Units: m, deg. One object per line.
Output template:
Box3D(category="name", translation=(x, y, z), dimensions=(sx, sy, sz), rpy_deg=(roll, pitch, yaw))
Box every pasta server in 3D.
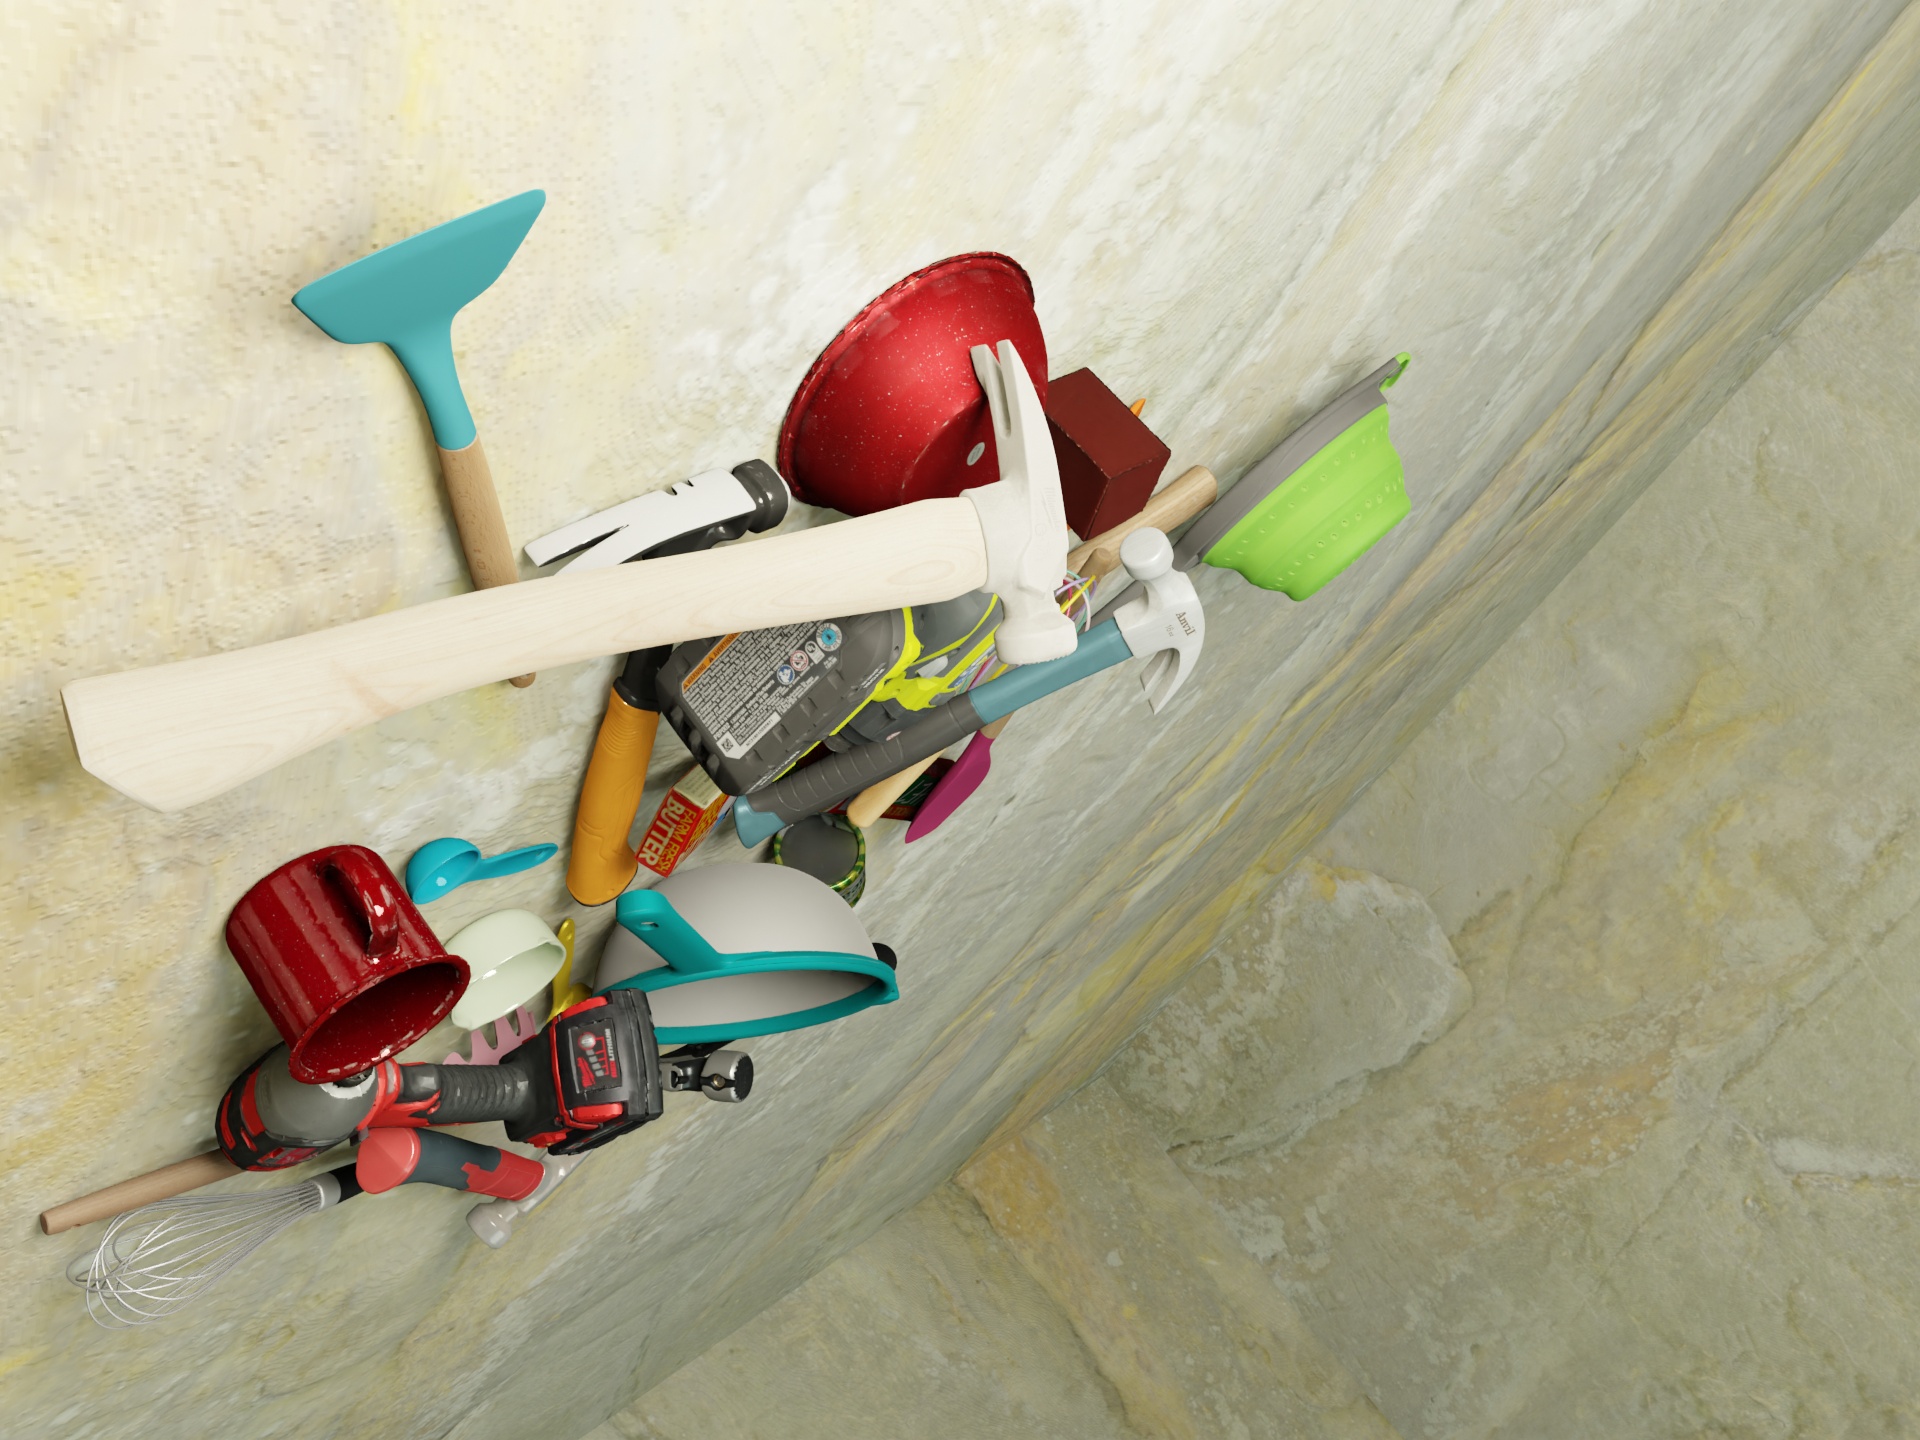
Box3D(category="pasta server", translation=(-0.391, 0.242, 0.970), dimensions=(0.316, 0.040, 0.060), rpy_deg=(-12, 146, -48))

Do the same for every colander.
Box3D(category="colander", translation=(0.200, -0.102, 1.181), dimensions=(0.397, 0.094, 0.204), rpy_deg=(-40, 175, 6))

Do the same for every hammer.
Box3D(category="hammer", translation=(-0.331, 0.305, 1.125), dimensions=(0.143, 0.038, 0.386), rpy_deg=(-45, 168, -15))
Box3D(category="hammer", translation=(-0.002, -0.003, 0.993), dimensions=(0.331, 0.033, 0.128), rpy_deg=(-26, 138, 11))
Box3D(category="hammer", translation=(-0.154, 0.239, 1.324), dimensions=(0.149, 0.036, 0.409), rpy_deg=(0, -176, 21))
Box3D(category="hammer", translation=(0.048, -0.079, 1.092), dimensions=(0.331, 0.031, 0.130), rpy_deg=(-35, 160, -18))
Box3D(category="hammer", translation=(-0.179, 0.005, 0.835), dimensions=(0.127, 0.034, 0.336), rpy_deg=(-28, 157, -36))
Box3D(category="hammer", translation=(-0.129, -0.055, 0.634), dimensions=(0.410, 0.146, 0.038), rpy_deg=(-16, -168, -31))

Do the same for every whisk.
Box3D(category="whisk", translation=(-0.427, 0.305, 0.997), dimensions=(0.070, 0.070, 0.284), rpy_deg=(-47, 166, 15))
Box3D(category="whisk", translation=(0.003, -0.011, 1.039), dimensions=(0.051, 0.047, 0.245), rpy_deg=(31, 118, -27))

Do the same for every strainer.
Box3D(category="strainer", translation=(-0.160, 0.127, 1.011), dimensions=(0.211, 0.095, 0.340), rpy_deg=(-10, 158, 3))

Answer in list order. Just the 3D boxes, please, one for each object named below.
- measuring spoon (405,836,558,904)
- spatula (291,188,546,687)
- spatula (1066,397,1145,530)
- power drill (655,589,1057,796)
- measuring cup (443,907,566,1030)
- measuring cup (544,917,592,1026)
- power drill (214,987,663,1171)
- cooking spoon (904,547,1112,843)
Box3D(category="measuring spoon", translation=(-0.260, 0.073, 0.867), dimensions=(0.042, 0.021, 0.128), rpy_deg=(-46, 170, 13))
Box3D(category="spatula", translation=(-0.186, -0.085, 0.610), dimensions=(0.082, 0.044, 0.317), rpy_deg=(-32, 160, -21))
Box3D(category="spatula", translation=(-0.008, -0.108, 0.940), dimensions=(0.322, 0.041, 0.081), rpy_deg=(-25, 157, -28))
Box3D(category="power drill", translation=(-0.054, -0.031, 0.847), dimensions=(0.171, 0.080, 0.223), rpy_deg=(-43, 168, 22))
Box3D(category="measuring cup", translation=(-0.299, 0.142, 0.907), dimensions=(0.083, 0.038, 0.167), rpy_deg=(-47, 158, 18))
Box3D(category="measuring cup", translation=(-0.255, 0.182, 1.064), dimensions=(0.062, 0.029, 0.156), rpy_deg=(-58, 170, -40))
Box3D(category="power drill", translation=(-0.287, 0.205, 0.898), dimensions=(0.219, 0.079, 0.143), rpy_deg=(5, 153, -40))
Box3D(category="cooking spoon", translation=(0.031, -0.009, 1.134), dimensions=(0.069, 0.017, 0.318), rpy_deg=(-25, 157, -43))
